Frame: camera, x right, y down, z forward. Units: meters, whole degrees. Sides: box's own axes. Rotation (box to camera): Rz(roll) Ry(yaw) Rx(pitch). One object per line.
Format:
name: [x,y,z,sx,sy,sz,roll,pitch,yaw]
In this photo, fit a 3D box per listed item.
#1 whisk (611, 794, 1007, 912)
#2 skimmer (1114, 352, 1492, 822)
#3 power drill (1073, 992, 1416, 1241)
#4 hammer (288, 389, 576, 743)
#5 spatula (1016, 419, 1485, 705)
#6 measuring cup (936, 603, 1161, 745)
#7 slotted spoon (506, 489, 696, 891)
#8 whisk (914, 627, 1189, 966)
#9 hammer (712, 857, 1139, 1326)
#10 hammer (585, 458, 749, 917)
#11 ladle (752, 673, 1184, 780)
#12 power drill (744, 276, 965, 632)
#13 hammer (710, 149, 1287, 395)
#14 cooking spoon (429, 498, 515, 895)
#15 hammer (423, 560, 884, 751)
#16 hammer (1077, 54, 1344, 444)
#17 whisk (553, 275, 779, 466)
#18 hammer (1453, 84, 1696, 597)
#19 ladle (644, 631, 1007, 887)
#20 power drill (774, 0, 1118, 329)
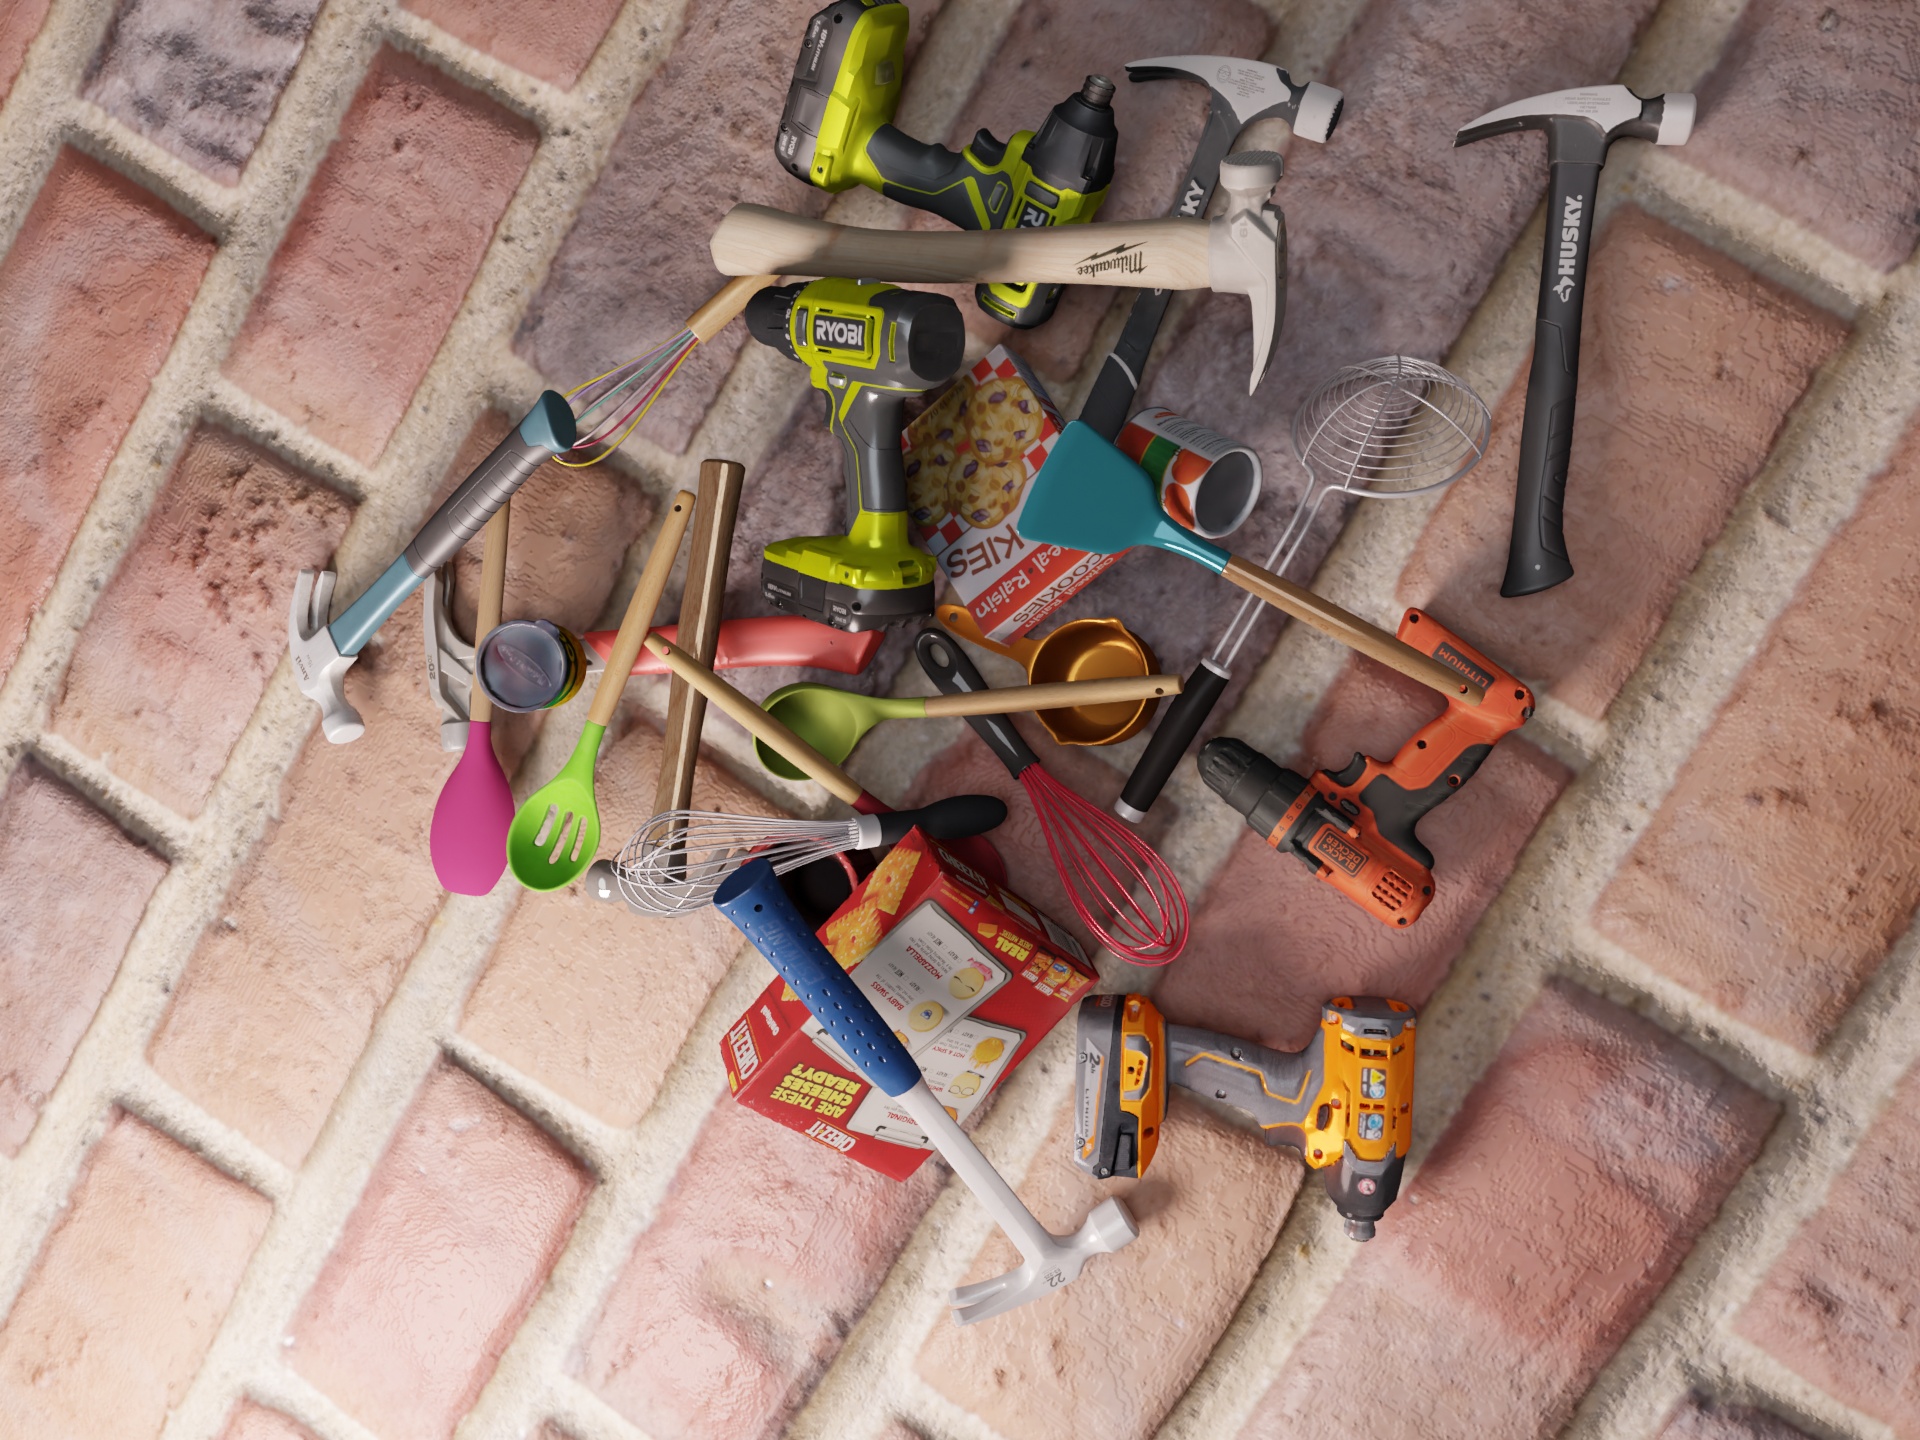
whisk: [-0.095,0.079,1.073,0.284,0.070,0.070,-7,90,-27]
skimmer: [0.220,-0.083,1.081,0.127,0.090,0.363,40,108,35]
power drill: [0.193,0.269,1.090,0.226,0.084,0.164,1,93,9]
hammer: [-0.398,-0.125,1.192,0.331,0.033,0.128,-38,72,24]
spatula: [0.192,-0.086,1.016,0.317,0.044,0.082,28,101,3]
measuring cup: [0.063,-0.043,1.127,0.174,0.052,0.095,27,97,25]
slotted spoon: [-0.256,-0.022,1.170,0.070,0.031,0.314,23,95,11]
whisk: [0.060,0.049,1.126,0.073,0.073,0.296,-40,77,11]
hammer: [-0.036,0.252,1.054,0.144,0.035,0.405,-34,115,2]
hammer: [-0.192,-0.022,1.138,0.130,0.031,0.331,8,89,36]
ladle: [-0.002,-0.004,1.100,0.320,0.062,0.078,-5,129,26]
power drill: [-0.084,-0.189,1.096,0.191,0.080,0.228,21,115,43]
hammer: [0.015,-0.302,1.068,0.411,0.038,0.146,9,124,24]
cooking spoon: [-0.360,-0.025,1.197,0.069,0.017,0.319,7,93,10]
hammer: [-0.234,-0.062,1.195,0.359,0.036,0.149,-4,91,13]
hammer: [0.117,-0.266,1.113,0.149,0.036,0.409,24,97,12]
whisk: [-0.217,-0.277,1.183,0.245,0.051,0.047,-39,78,8]
hammer: [0.389,-0.248,1.053,0.146,0.035,0.335,6,93,12]
ladle: [-0.094,0.039,1.116,0.315,0.031,0.069,39,82,-16]
power drill: [-0.005,-0.396,1.089,0.223,0.080,0.171,33,129,10]
